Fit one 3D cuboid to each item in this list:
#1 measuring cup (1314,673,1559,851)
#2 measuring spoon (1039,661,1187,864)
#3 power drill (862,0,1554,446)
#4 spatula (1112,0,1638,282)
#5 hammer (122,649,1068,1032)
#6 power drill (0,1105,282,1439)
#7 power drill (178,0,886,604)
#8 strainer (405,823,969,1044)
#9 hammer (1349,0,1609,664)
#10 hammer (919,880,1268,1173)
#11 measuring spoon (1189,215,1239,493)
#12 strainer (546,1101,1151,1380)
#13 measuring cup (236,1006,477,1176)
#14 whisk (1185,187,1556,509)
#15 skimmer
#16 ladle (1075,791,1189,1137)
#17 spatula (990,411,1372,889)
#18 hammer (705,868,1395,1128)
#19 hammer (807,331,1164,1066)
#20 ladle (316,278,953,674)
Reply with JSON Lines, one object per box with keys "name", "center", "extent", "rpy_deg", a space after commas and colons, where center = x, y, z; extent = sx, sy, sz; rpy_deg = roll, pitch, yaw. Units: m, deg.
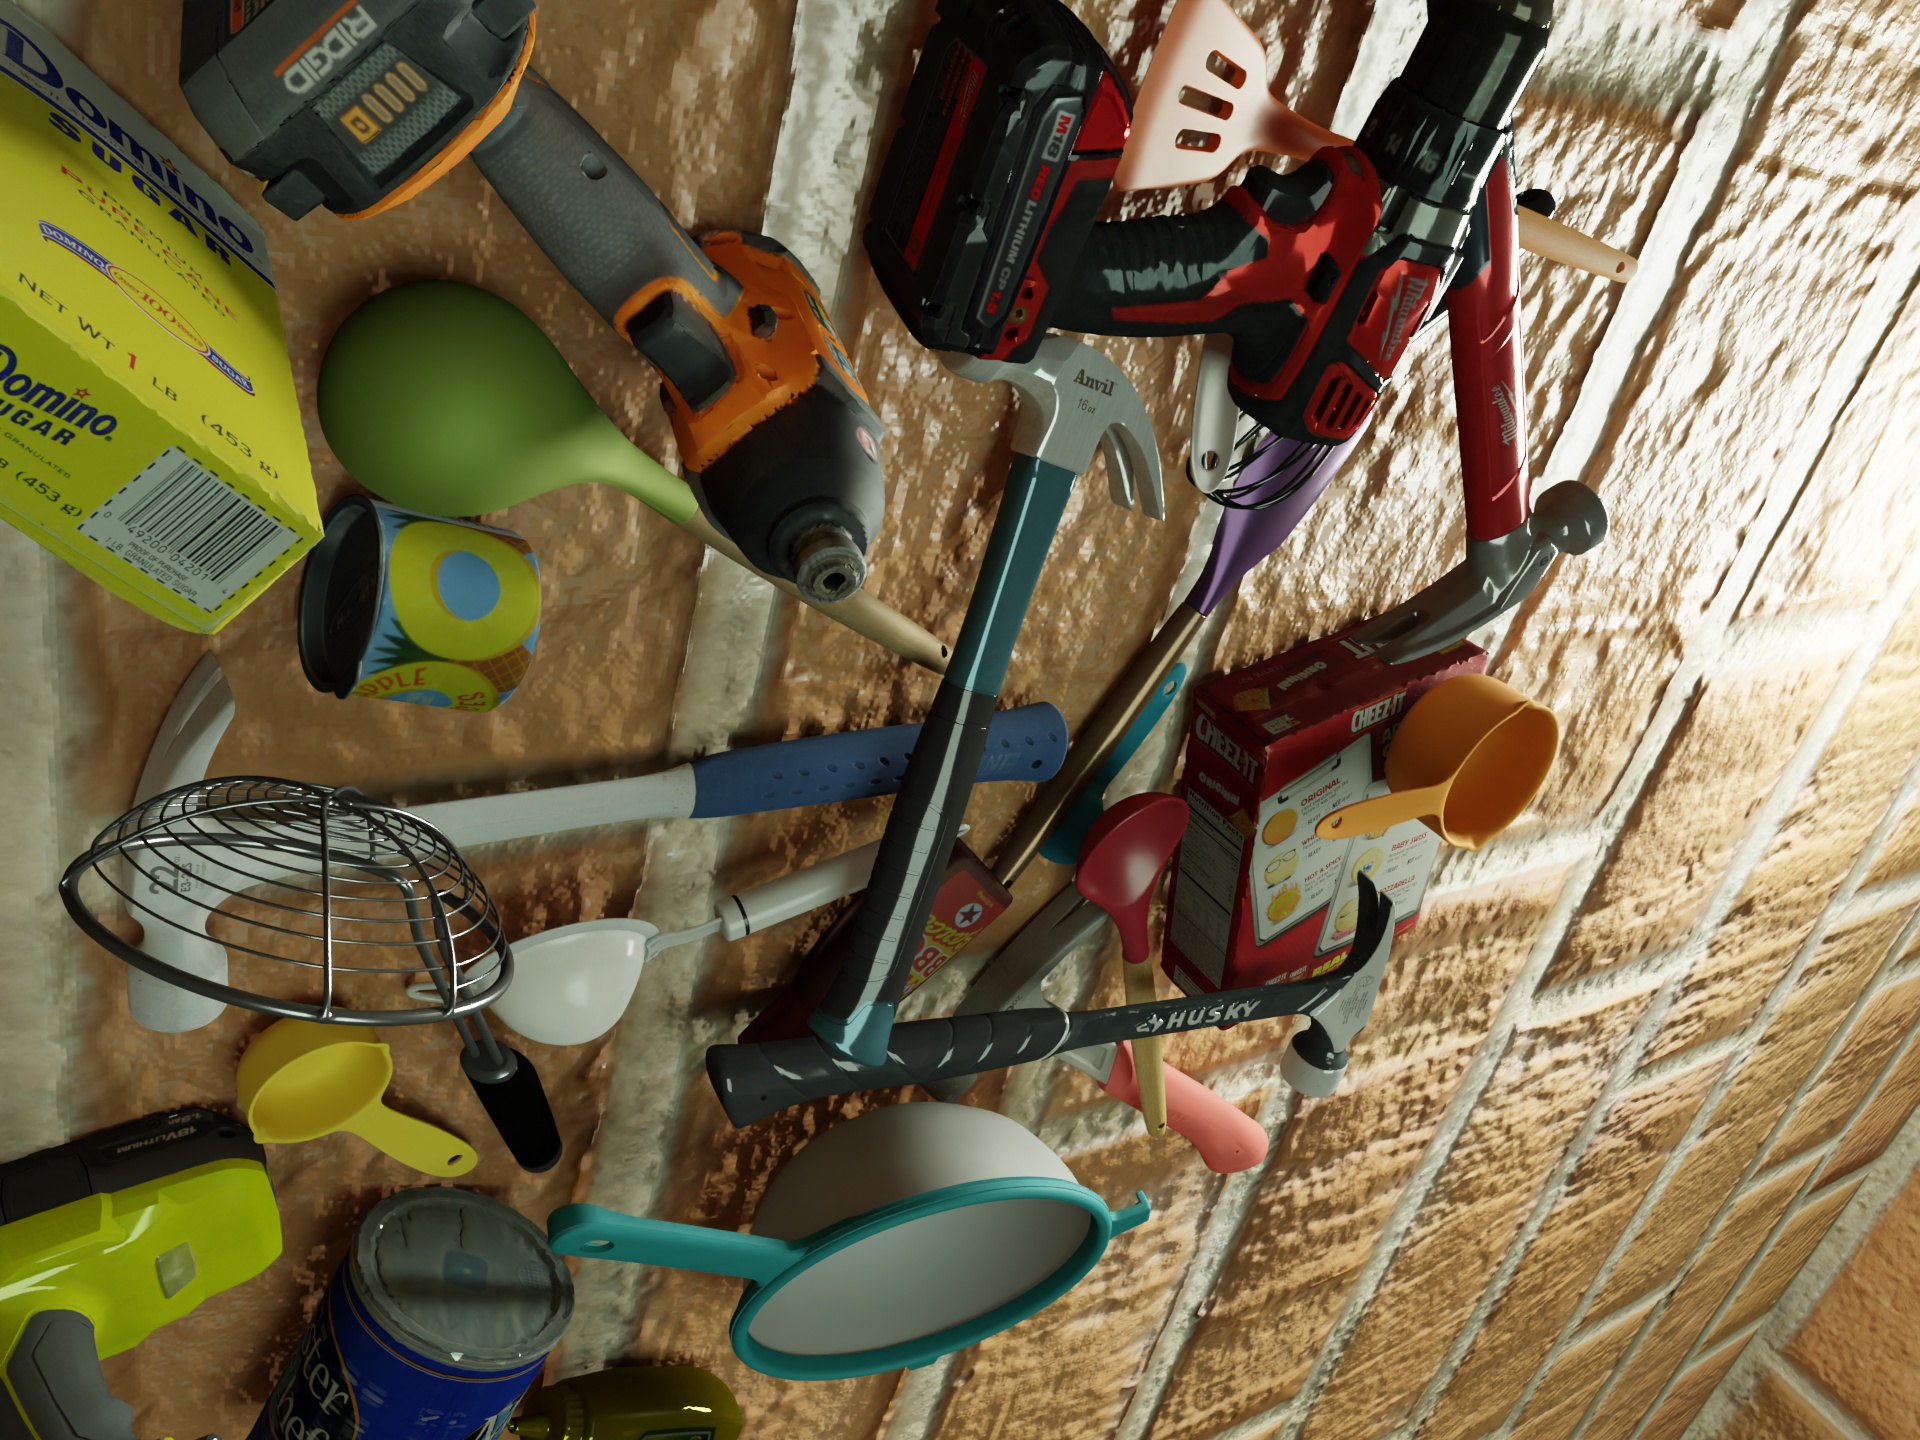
{"name": "measuring cup", "center": [0.235, 0.026, 0.830], "extent": [0.173, 0.052, 0.095], "rpy_deg": [-12, 126, -30]}
{"name": "measuring spoon", "center": [0.085, 0.026, 0.835], "extent": [0.042, 0.021, 0.128], "rpy_deg": [20, 109, -45]}
{"name": "power drill", "center": [0.097, -0.201, 0.578], "extent": [0.226, 0.080, 0.187], "rpy_deg": [4, 128, -28]}
{"name": "spatula", "center": [0.196, -0.232, 0.690], "extent": [0.322, 0.041, 0.081], "rpy_deg": [7, 117, -32]}
{"name": "hammer", "center": [-0.122, 0.026, 0.661], "extent": [0.405, 0.035, 0.144], "rpy_deg": [-7, 126, -35]}
{"name": "power drill", "center": [-0.286, 0.251, 0.565], "extent": [0.171, 0.223, 0.080], "rpy_deg": [-15, 130, -29]}
{"name": "power drill", "center": [-0.102, -0.133, 0.457], "extent": [0.084, 0.164, 0.226], "rpy_deg": [-35, 137, 13]}
{"name": "strainer", "center": [-0.108, 0.091, 0.702], "extent": [0.258, 0.050, 0.086], "rpy_deg": [-20, 157, -22]}
{"name": "hammer", "center": [0.212, -0.197, 0.684], "extent": [0.143, 0.038, 0.385], "rpy_deg": [-31, 131, -12]}
{"name": "hammer", "center": [0.117, 0.218, 1.001], "extent": [0.149, 0.037, 0.358], "rpy_deg": [-48, 138, 3]}
{"name": "measuring spoon", "center": [0.113, -0.162, 0.695], "extent": [0.034, 0.018, 0.124], "rpy_deg": [2, 110, -5]}
{"name": "strainer", "center": [-0.073, 0.250, 0.828], "extent": [0.211, 0.095, 0.340], "rpy_deg": [-42, 136, 23]}
{"name": "measuring cup", "center": [-0.251, 0.164, 0.682], "extent": [0.062, 0.029, 0.156], "rpy_deg": [-37, 149, -9]}
{"name": "whisk", "center": [0.199, -0.178, 0.748], "extent": [0.239, 0.055, 0.055], "rpy_deg": [-41, 138, -12]}
{"name": "skimmer", "center": [-0.202, 0.127, 0.583], "extent": [0.363, 0.127, 0.090], "rpy_deg": [95, 19, -57]}
{"name": "ladle", "center": [0.102, 0.146, 0.890], "extent": [0.069, 0.031, 0.315], "rpy_deg": [-27, 136, -16]}
{"name": "spatula", "center": [0.102, -0.036, 0.804], "extent": [0.059, 0.018, 0.316], "rpy_deg": [26, 102, -43]}
{"name": "hammer", "center": [0.063, 0.158, 0.824], "extent": [0.408, 0.036, 0.149], "rpy_deg": [-2, 123, -30]}
{"name": "hammer", "center": [-0.001, -0.002, 0.690], "extent": [0.128, 0.033, 0.331], "rpy_deg": [10, 103, -41]}
{"name": "ladle", "center": [-0.098, -0.069, 0.604], "extent": [0.319, 0.062, 0.078], "rpy_deg": [28, 57, -55]}
